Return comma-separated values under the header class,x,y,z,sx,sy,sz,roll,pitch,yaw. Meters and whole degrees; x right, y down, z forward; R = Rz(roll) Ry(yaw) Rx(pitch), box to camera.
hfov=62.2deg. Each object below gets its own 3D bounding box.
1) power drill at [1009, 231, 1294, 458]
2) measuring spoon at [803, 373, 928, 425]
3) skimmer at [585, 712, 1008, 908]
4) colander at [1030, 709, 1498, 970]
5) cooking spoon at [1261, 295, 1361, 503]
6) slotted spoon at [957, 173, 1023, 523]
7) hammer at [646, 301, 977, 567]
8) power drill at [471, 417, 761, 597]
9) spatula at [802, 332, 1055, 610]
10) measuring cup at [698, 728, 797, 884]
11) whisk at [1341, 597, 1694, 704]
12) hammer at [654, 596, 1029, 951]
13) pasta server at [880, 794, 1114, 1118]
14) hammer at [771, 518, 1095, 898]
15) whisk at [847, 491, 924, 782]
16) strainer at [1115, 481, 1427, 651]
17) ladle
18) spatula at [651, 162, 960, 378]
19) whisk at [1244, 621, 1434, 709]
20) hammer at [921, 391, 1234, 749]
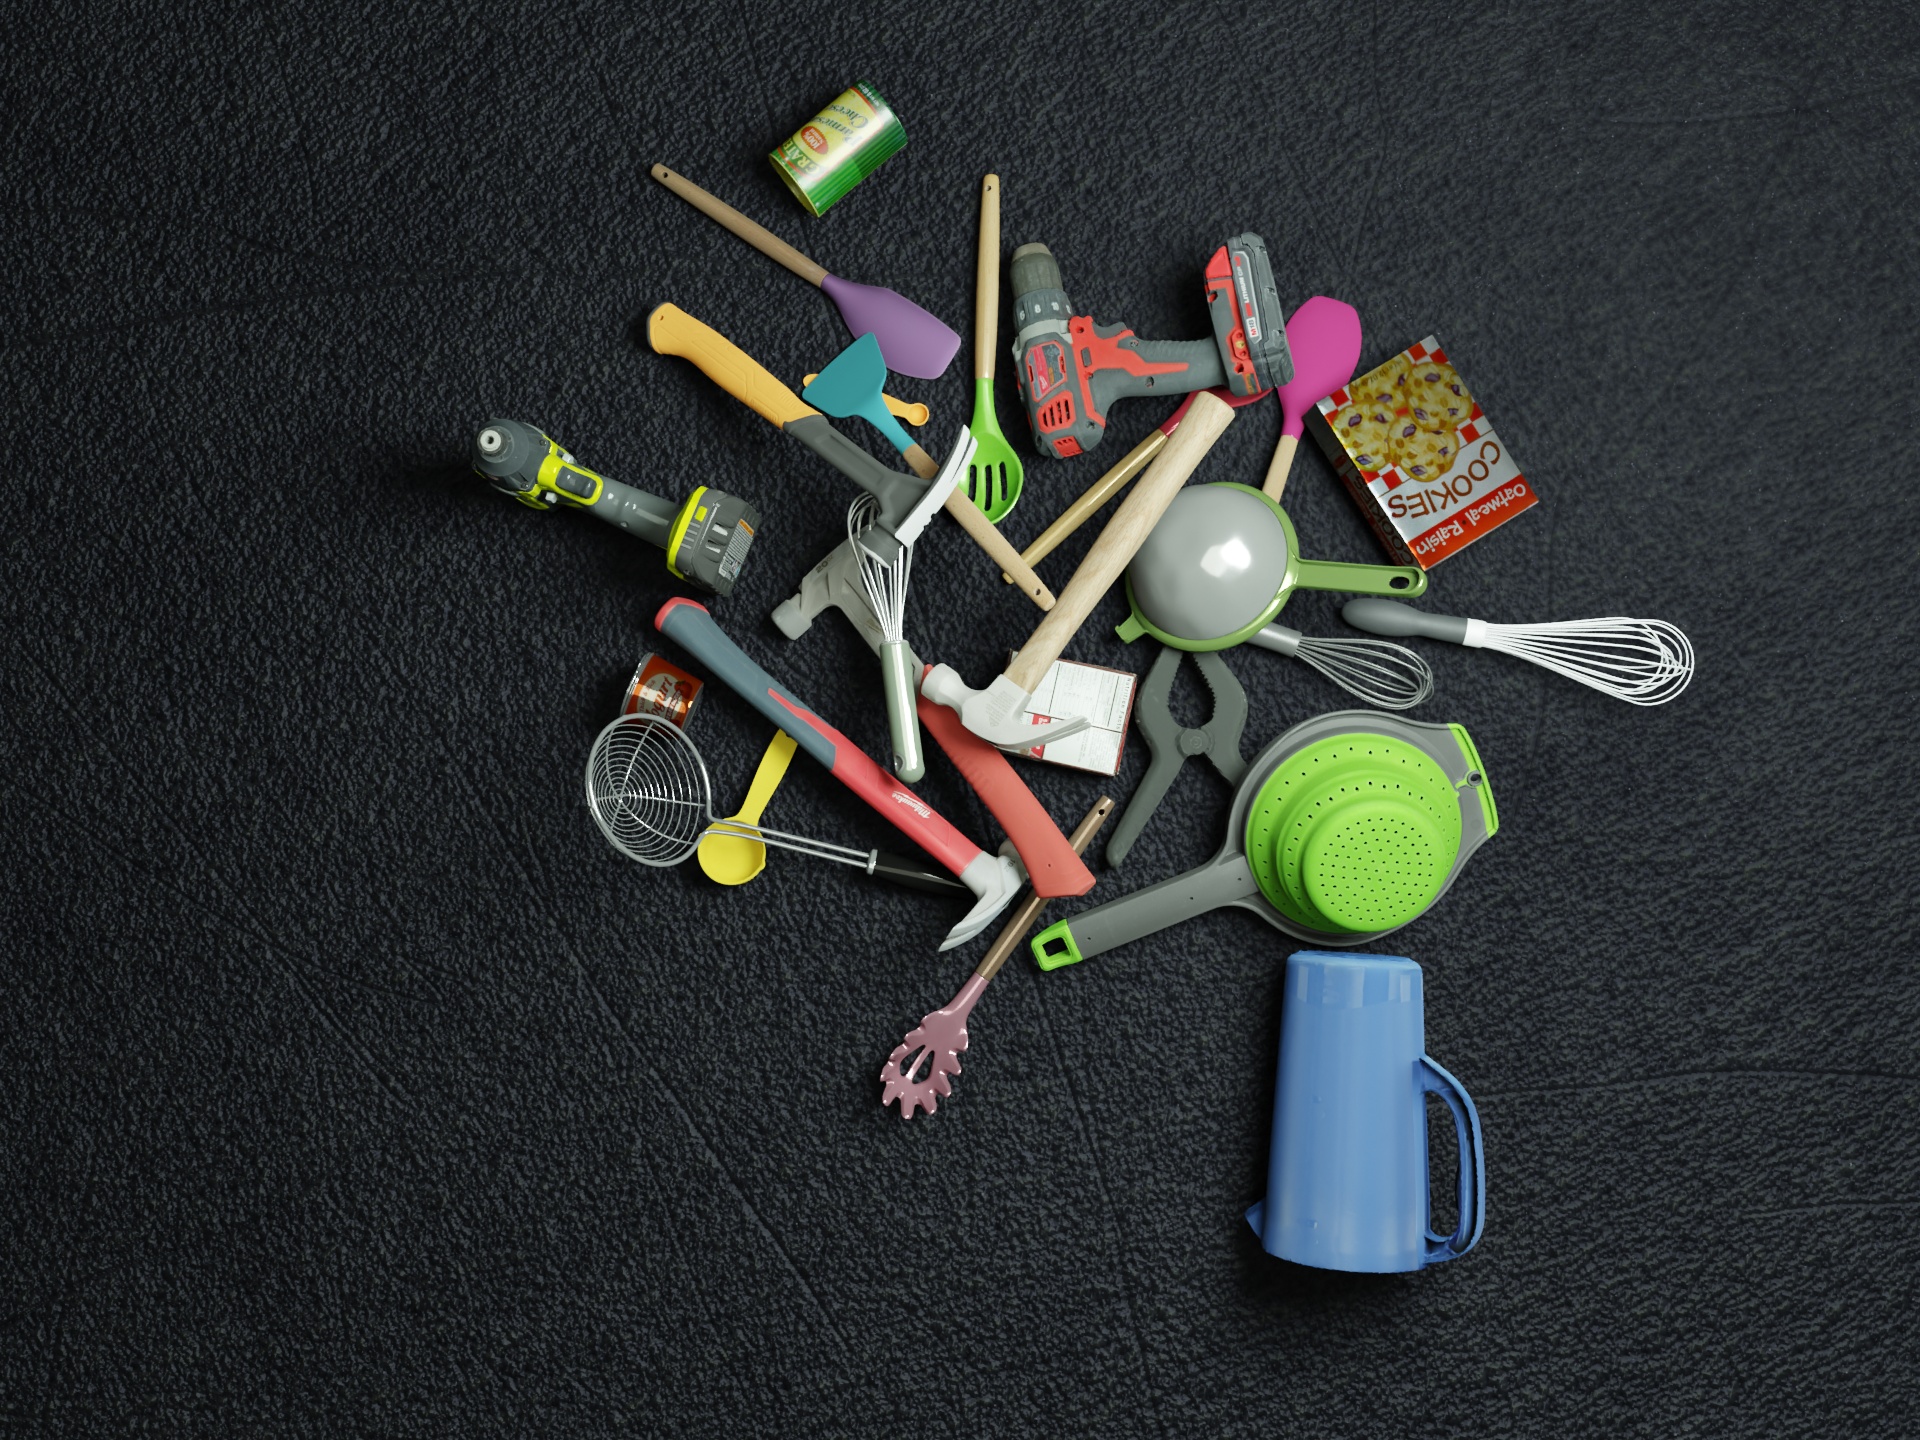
class,x,y,z,sx,sy,sz,roll,pitch,yaw
power drill,0.150,-0.334,1.332,0.226,0.080,0.188,-13,78,15
measuring spoon,-0.082,-0.280,1.390,0.117,0.011,0.021,18,85,8
skimmer,-0.128,0.090,1.310,0.363,0.090,0.127,15,57,-5
colander,0.245,0.132,1.277,0.397,0.094,0.204,-23,107,7
cooking spoon,0.270,-0.215,1.343,0.069,0.017,0.319,19,81,5
slotted spoon,0.024,-0.319,1.375,0.070,0.031,0.314,0,85,18
hammer,-0.140,-0.265,1.325,0.337,0.034,0.127,38,91,24
power drill,-0.289,-0.183,1.318,0.223,0.171,0.080,22,89,1
spatula,-0.021,-0.203,1.316,0.082,0.044,0.318,-41,70,5
measuring cup,-0.174,0.070,1.373,0.062,0.029,0.156,25,77,1
whisk,0.459,-0.066,1.321,0.284,0.070,0.070,10,88,10
hammer,-0.114,0.033,1.326,0.386,0.143,0.038,39,130,9
pasta server,0.036,0.195,1.341,0.060,0.040,0.316,36,88,-7
hammer,-0.002,-0.004,1.323,0.149,0.036,0.359,-40,75,5
whisk,-0.055,-0.070,1.306,0.059,0.058,0.246,-3,82,-32
strainer,0.240,-0.129,1.275,0.256,0.069,0.151,9,78,31
ladle,0.155,-0.226,1.362,0.315,0.031,0.069,-42,77,3
spatula,-0.141,-0.397,1.394,0.316,0.018,0.060,35,96,4
whisk,0.282,-0.065,1.336,0.239,0.055,0.055,20,88,8
hammer,0.113,-0.120,1.274,0.130,0.031,0.331,36,90,21
